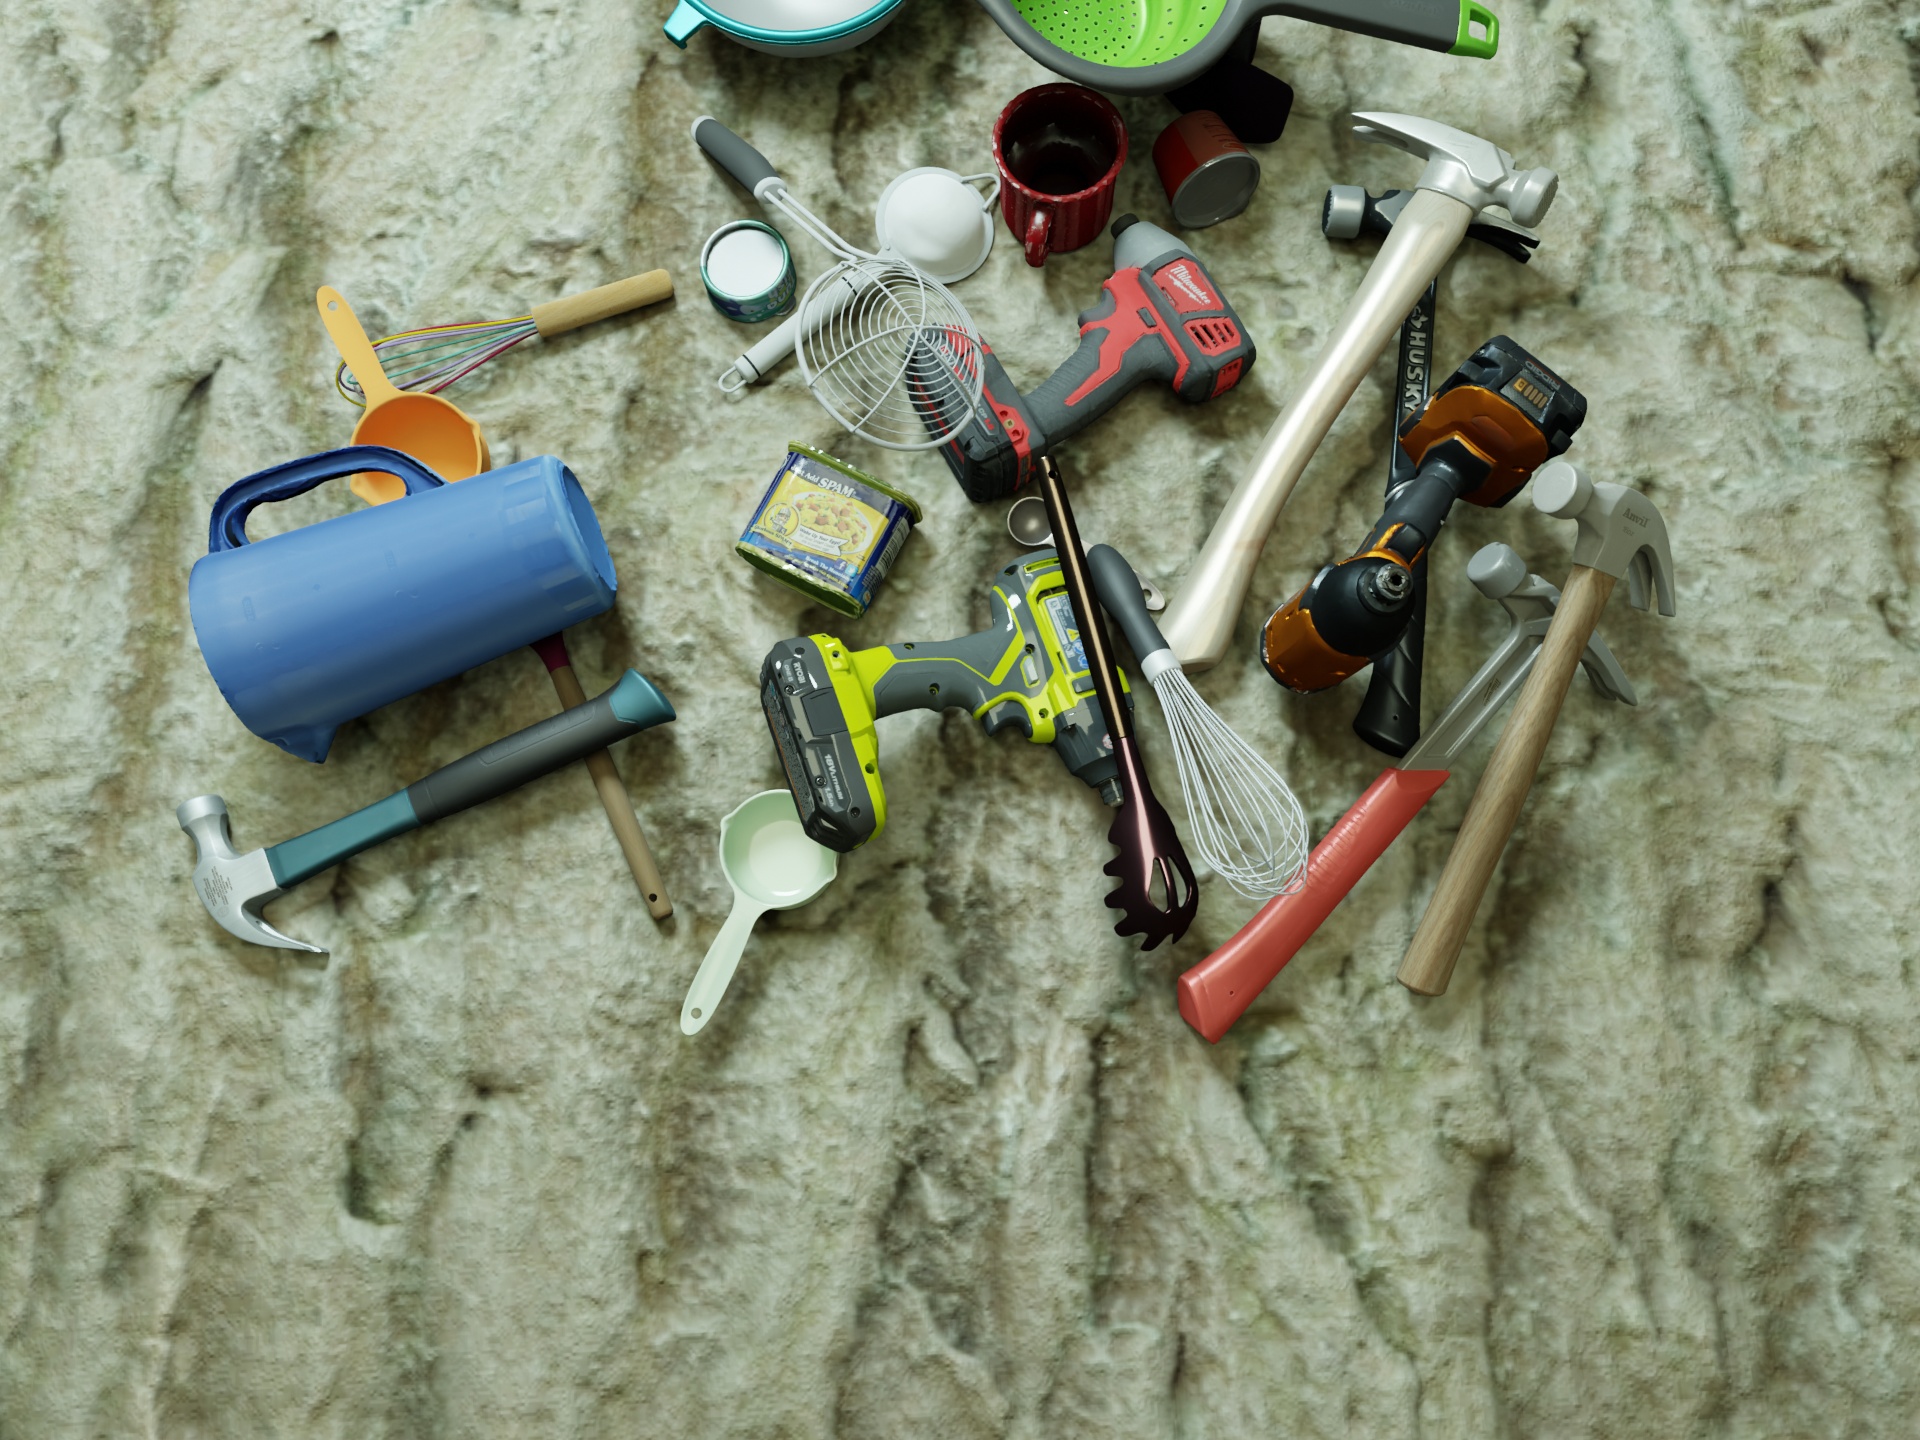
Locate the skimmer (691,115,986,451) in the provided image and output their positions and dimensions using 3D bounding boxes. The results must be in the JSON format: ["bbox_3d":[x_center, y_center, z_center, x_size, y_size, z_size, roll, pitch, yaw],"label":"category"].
[{"bbox_3d":[-0.106,-0.306,1.073,0.127,0.090,0.364,-13,43,-28],"label":"skimmer"}]

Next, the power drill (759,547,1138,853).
[{"bbox_3d":[-0.002,-0.003,1.016,0.223,0.080,0.171,-16,77,-17],"label":"power drill"}]

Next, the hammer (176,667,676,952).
[{"bbox_3d":[-0.344,0.048,1.040,0.331,0.033,0.128,-24,77,1],"label":"hammer"}]

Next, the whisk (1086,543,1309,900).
[{"bbox_3d":[0.141,-0.008,0.997,0.070,0.070,0.285,-21,56,-3],"label":"whisk"}]

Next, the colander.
[{"bbox_3d":[0.170,-0.494,1.090,0.397,0.094,0.204,8,83,-11],"label":"colander"}]

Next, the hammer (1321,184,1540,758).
[{"bbox_3d":[0.310,-0.174,1.085,0.149,0.036,0.409,7,77,2],"label":"hammer"}]

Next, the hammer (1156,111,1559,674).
[{"bbox_3d":[0.232,-0.217,1.069,0.146,0.038,0.410,31,88,21],"label":"hammer"}]

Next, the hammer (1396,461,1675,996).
[{"bbox_3d":[0.347,0.016,0.979,0.130,0.031,0.331,14,101,-32],"label":"hammer"}]

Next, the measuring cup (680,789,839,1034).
[{"bbox_3d":[-0.135,0.125,1.024,0.083,0.038,0.167,25,80,8],"label":"measuring cup"}]

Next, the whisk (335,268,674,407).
[{"bbox_3d":[-0.322,-0.273,1.131,0.245,0.051,0.047,-20,110,-7],"label":"whisk"}]

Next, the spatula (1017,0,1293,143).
[{"bbox_3d":[0.100,-0.504,1.171,0.316,0.059,0.018,31,51,13],"label":"spatula"}]

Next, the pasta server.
[{"bbox_3d":[0.091,-0.013,0.996,0.060,0.040,0.316,-12,83,-21],"label":"pasta server"}]

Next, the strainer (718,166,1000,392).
[{"bbox_3d":[-0.069,-0.314,1.131,0.258,0.050,0.087,-40,93,-4],"label":"strainer"}]

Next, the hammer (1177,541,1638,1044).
[{"bbox_3d":[0.273,0.066,1.011,0.149,0.037,0.359,42,87,-20],"label":"hammer"}]

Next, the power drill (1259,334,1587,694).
[{"bbox_3d":[0.282,-0.123,0.973,0.084,0.164,0.226,39,78,2],"label":"power drill"}]

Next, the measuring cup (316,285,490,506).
[{"bbox_3d":[-0.387,-0.214,1.089,0.095,0.052,0.173,-28,92,-3],"label":"measuring cup"}]

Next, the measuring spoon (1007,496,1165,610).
[{"bbox_3d":[0.086,-0.110,1.089,0.124,0.018,0.034,33,84,2],"label":"measuring spoon"}]

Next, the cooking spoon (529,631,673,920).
[{"bbox_3d":[-0.260,-0.011,1.071,0.069,0.017,0.319,-26,76,1],"label":"cooking spoon"}]

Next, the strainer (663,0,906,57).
[{"bbox_3d":[-0.053,-0.569,1.165,0.340,0.095,0.211,-3,79,-1],"label":"strainer"}]

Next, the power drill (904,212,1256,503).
[{"bbox_3d":[0.078,-0.255,1.093,0.219,0.078,0.143,-28,77,-8],"label":"power drill"}]
